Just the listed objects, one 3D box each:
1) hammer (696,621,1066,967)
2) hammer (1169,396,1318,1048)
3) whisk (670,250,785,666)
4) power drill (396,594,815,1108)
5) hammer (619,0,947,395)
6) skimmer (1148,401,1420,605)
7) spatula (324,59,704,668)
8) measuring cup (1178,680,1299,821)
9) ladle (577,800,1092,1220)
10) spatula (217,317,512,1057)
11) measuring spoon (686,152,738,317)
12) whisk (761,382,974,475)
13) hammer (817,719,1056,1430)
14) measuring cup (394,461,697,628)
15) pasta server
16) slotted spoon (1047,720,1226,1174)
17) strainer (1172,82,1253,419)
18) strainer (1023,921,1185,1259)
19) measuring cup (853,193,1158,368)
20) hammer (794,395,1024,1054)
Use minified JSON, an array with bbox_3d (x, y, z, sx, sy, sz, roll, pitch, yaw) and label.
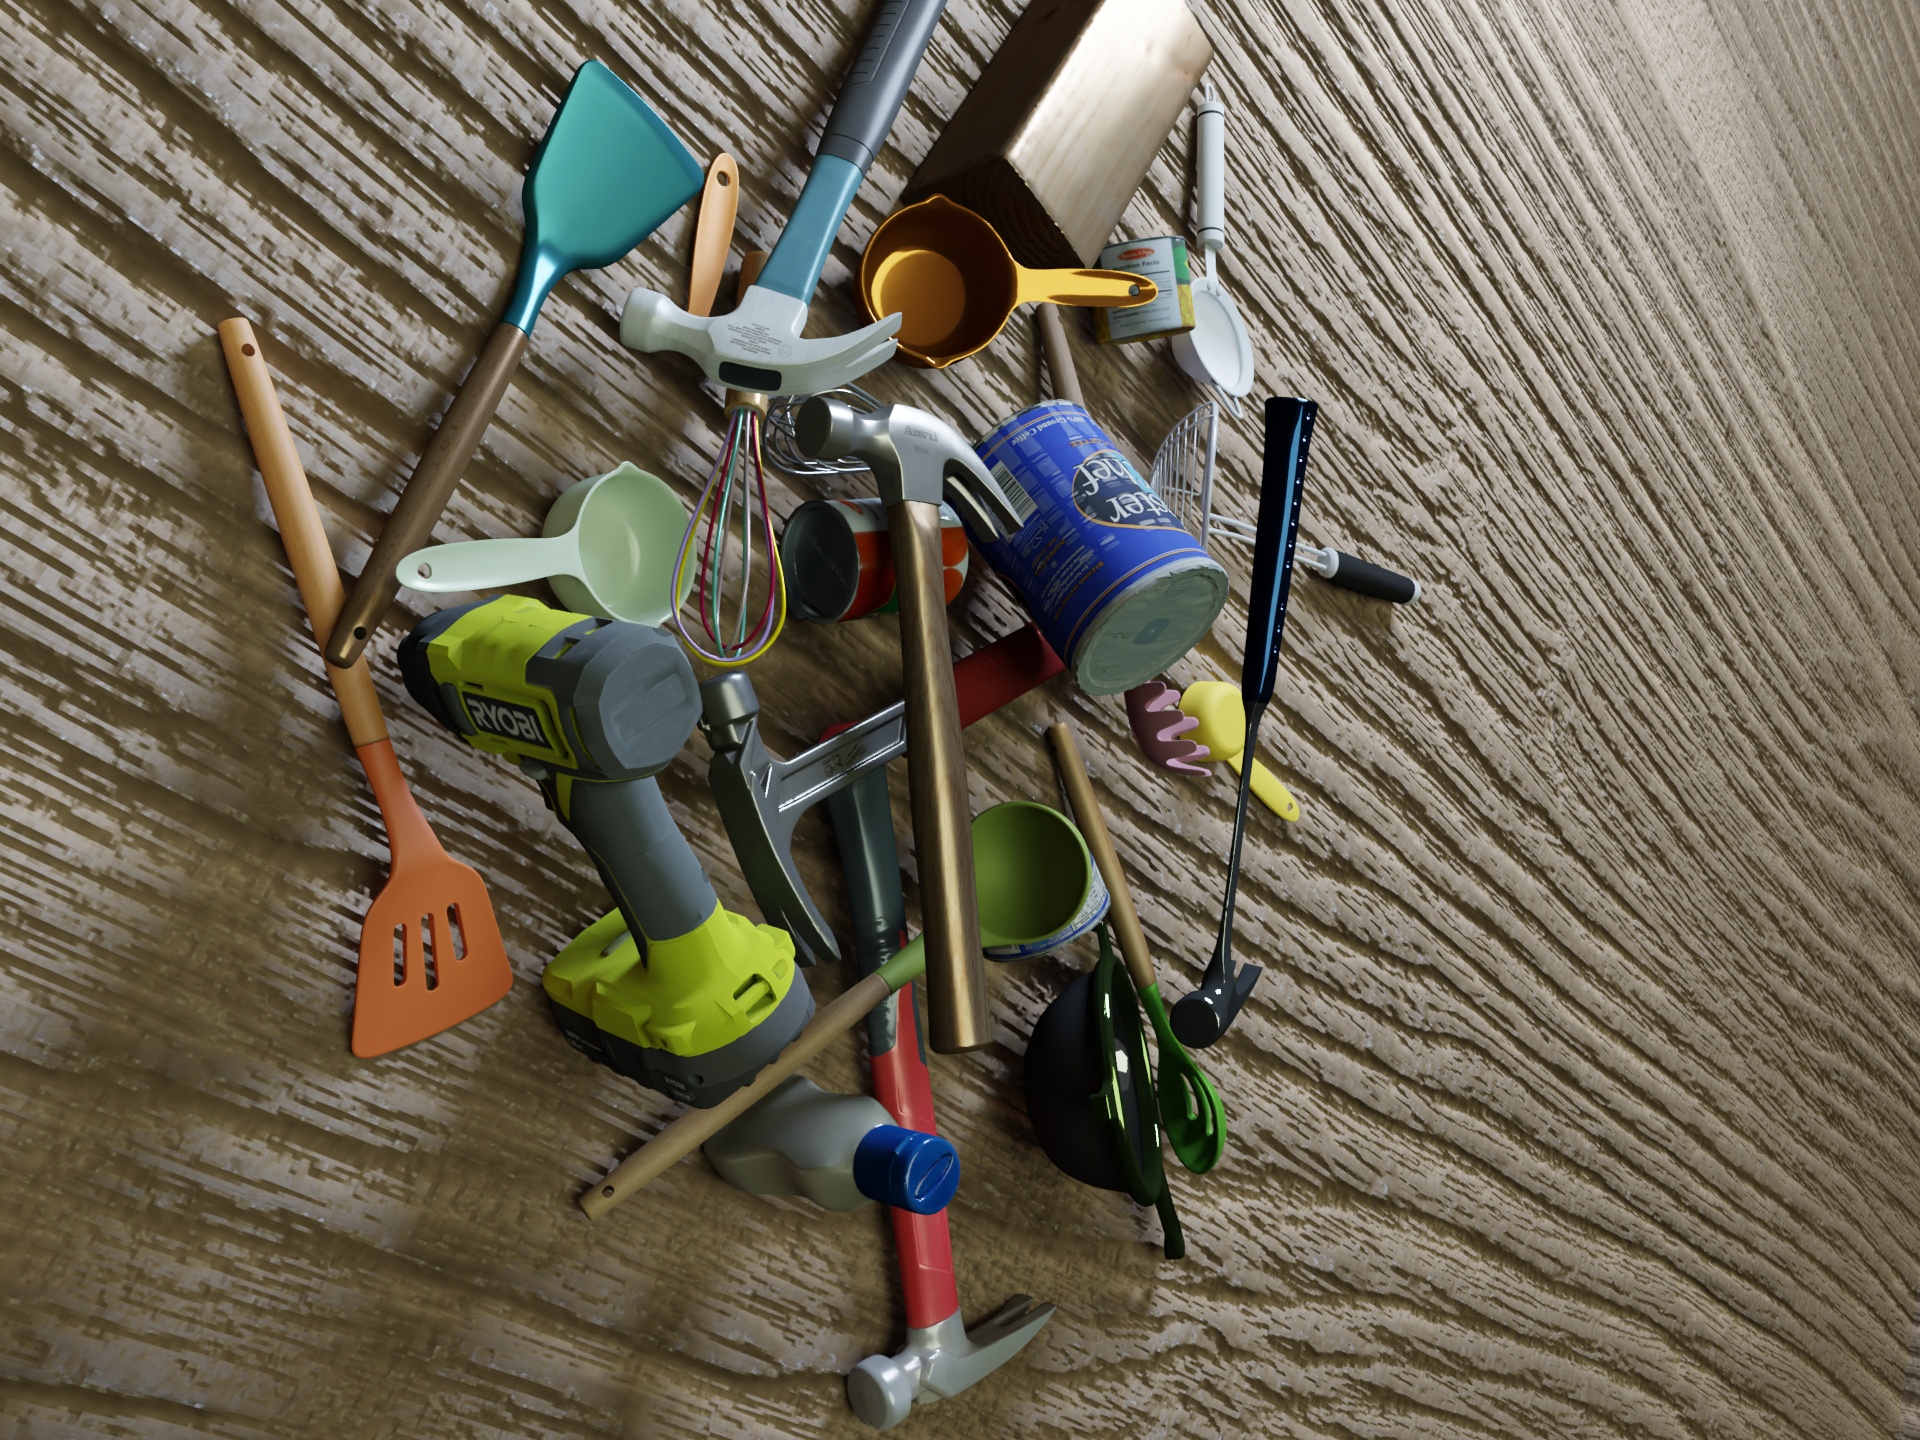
[{"bbox_3d":[-0.001,-0.003,0.892,0.359,0.037,0.149,-30,101,-50],"label":"hammer"},{"bbox_3d":[0.189,-0.001,1.026,0.144,0.035,0.405,-2,99,-70],"label":"hammer"},{"bbox_3d":[-0.107,-0.136,0.806,0.051,0.047,0.245,46,40,-57],"label":"whisk"},{"bbox_3d":[-0.160,0.051,0.701,0.080,0.171,0.223,-41,127,-36],"label":"power drill"},{"bbox_3d":[-0.063,-0.305,0.854,0.128,0.033,0.331,19,62,-2],"label":"hammer"},{"bbox_3d":[0.254,-0.128,1.144,0.363,0.090,0.127,11,81,-43],"label":"skimmer"},{"bbox_3d":[-0.210,-0.161,0.726,0.082,0.044,0.318,41,56,-39],"label":"spatula"},{"bbox_3d":[0.210,0.028,1.138,0.156,0.029,0.062,42,62,-32],"label":"measuring cup"},{"bbox_3d":[-0.060,0.148,0.820,0.320,0.062,0.078,-35,75,-24],"label":"ladle"},{"bbox_3d":[-0.269,-0.013,0.694,0.081,0.041,0.322,-22,100,-43],"label":"spatula"},{"bbox_3d":[-0.134,-0.246,0.838,0.021,0.011,0.117,19,72,-38],"label":"measuring spoon"},{"bbox_3d":[-0.018,-0.154,0.924,0.246,0.058,0.059,6,119,-46],"label":"whisk"},{"bbox_3d":[-0.024,0.190,0.907,0.143,0.038,0.386,-12,97,-44],"label":"hammer"},{"bbox_3d":[-0.196,-0.075,0.739,0.167,0.038,0.083,-15,100,-50],"label":"measuring cup"},{"bbox_3d":[0.096,-0.114,0.987,0.060,0.040,0.316,15,61,-72],"label":"pasta server"},{"bbox_3d":[0.114,0.148,1.032,0.031,0.070,0.313,-24,100,-24],"label":"slotted spoon"},{"bbox_3d":[0.173,-0.327,1.110,0.086,0.050,0.258,15,72,-48],"label":"strainer"},{"bbox_3d":[0.089,0.262,0.999,0.152,0.069,0.256,-85,161,-52],"label":"strainer"},{"bbox_3d":[0.023,-0.244,0.910,0.173,0.052,0.095,-1,94,-14],"label":"measuring cup"},{"bbox_3d":[-0.013,0.002,0.817,0.130,0.031,0.331,1,81,-43],"label":"hammer"}]
